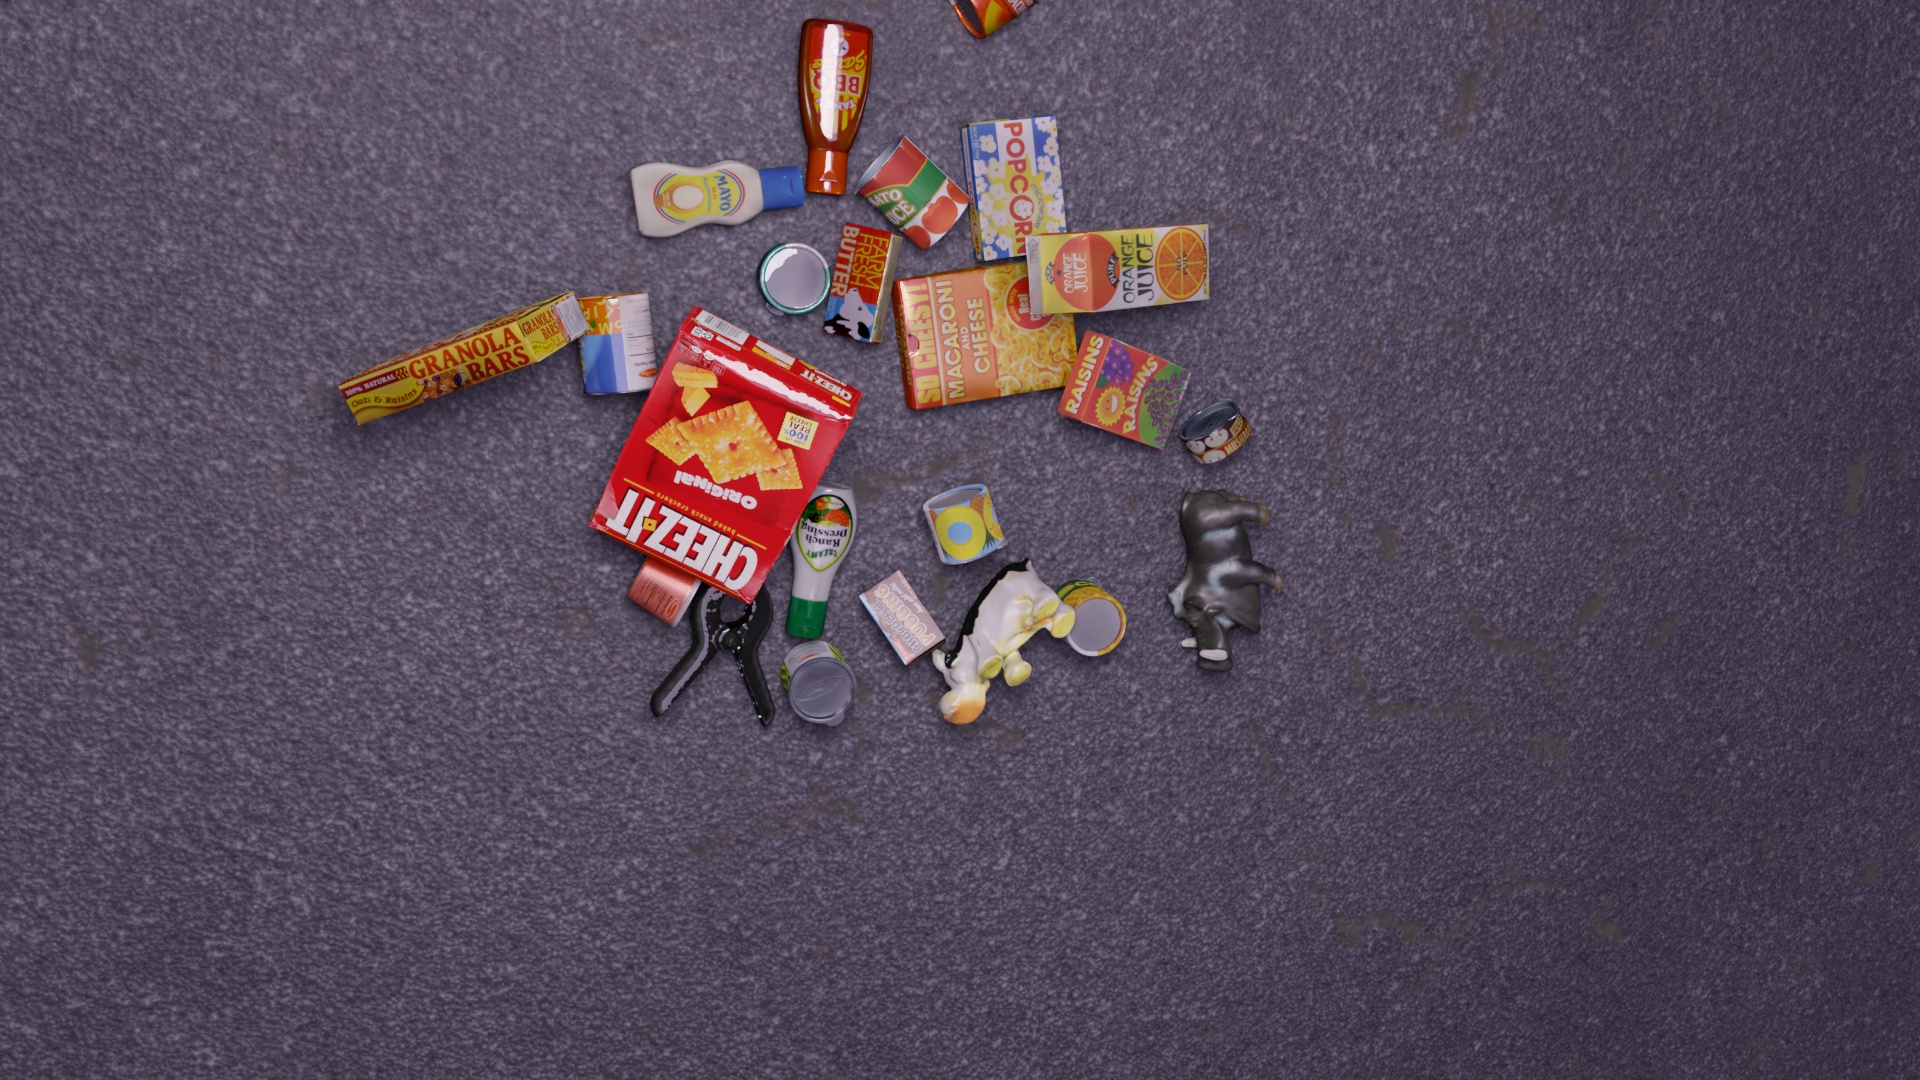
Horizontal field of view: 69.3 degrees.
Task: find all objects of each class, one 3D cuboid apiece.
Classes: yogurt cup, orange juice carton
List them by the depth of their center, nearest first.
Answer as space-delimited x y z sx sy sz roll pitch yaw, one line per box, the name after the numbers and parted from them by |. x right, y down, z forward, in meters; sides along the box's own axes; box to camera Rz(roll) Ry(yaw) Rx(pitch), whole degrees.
-0.272 0.040 1.282 0.054 0.072 0.072 28 93 -11 | yogurt cup
0.139 -0.253 1.293 0.193 0.073 0.071 -12 106 -33 | orange juice carton

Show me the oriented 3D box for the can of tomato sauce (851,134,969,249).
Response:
-0.045 -0.315 1.265 0.083 0.071 0.071 40 90 -20 | can of tomato sauce

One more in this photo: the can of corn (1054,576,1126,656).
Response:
0.128 0.075 1.398 0.071 0.058 0.071 -3 103 -14 | can of corn

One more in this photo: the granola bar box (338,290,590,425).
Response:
-0.406 -0.153 1.145 0.165 0.125 0.039 -17 108 12 | granola bar box

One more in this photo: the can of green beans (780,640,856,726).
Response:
-0.138 0.136 1.340 0.071 0.058 0.071 -3 102 -14 | can of green beans

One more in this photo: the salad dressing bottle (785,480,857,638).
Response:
-0.137 0.018 1.323 0.064 0.044 0.147 8 100 -15 | salad dressing bottle

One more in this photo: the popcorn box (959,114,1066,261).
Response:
0.051 -0.330 1.302 0.085 0.038 0.126 -10 104 -14 | popcorn box

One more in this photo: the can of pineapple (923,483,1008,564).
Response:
0.005 -0.017 1.341 0.071 0.071 0.057 -21 106 -10 | can of pineapple

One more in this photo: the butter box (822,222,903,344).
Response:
-0.090 -0.237 1.279 0.053 0.024 0.103 15 99 20 | butter box

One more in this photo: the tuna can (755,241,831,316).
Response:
-0.154 -0.238 1.270 0.071 0.033 0.071 -3 102 -15 | tuna can

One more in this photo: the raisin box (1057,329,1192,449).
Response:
0.160 -0.145 1.348 0.123 0.040 0.086 14 100 -42 | raisin box

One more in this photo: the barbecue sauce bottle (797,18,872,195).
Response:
-0.115 -0.386 1.243 0.065 0.044 0.148 2 101 -16 | barbecue sauce bottle

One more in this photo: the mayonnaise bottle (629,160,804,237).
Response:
-0.215 -0.308 1.234 0.148 0.041 0.064 -9 102 -12 | mayonnaise bottle

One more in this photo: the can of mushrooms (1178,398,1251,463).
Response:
0.256 -0.109 1.388 0.071 0.071 0.033 -37 110 -5 | can of mushrooms

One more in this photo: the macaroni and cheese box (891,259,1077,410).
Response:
0.025 -0.198 1.322 0.167 0.040 0.123 -11 104 -13 | macaroni and cheese box

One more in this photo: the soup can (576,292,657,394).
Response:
-0.306 -0.174 1.226 0.071 0.071 0.083 -7 103 -13 | soup can

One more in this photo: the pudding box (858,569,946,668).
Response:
-0.056 0.076 1.347 0.050 0.030 0.084 -33 80 -6 | pudding box

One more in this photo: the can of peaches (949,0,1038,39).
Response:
0.027 -0.492 1.245 0.058 0.071 0.071 -35 108 -5 | can of peaches
